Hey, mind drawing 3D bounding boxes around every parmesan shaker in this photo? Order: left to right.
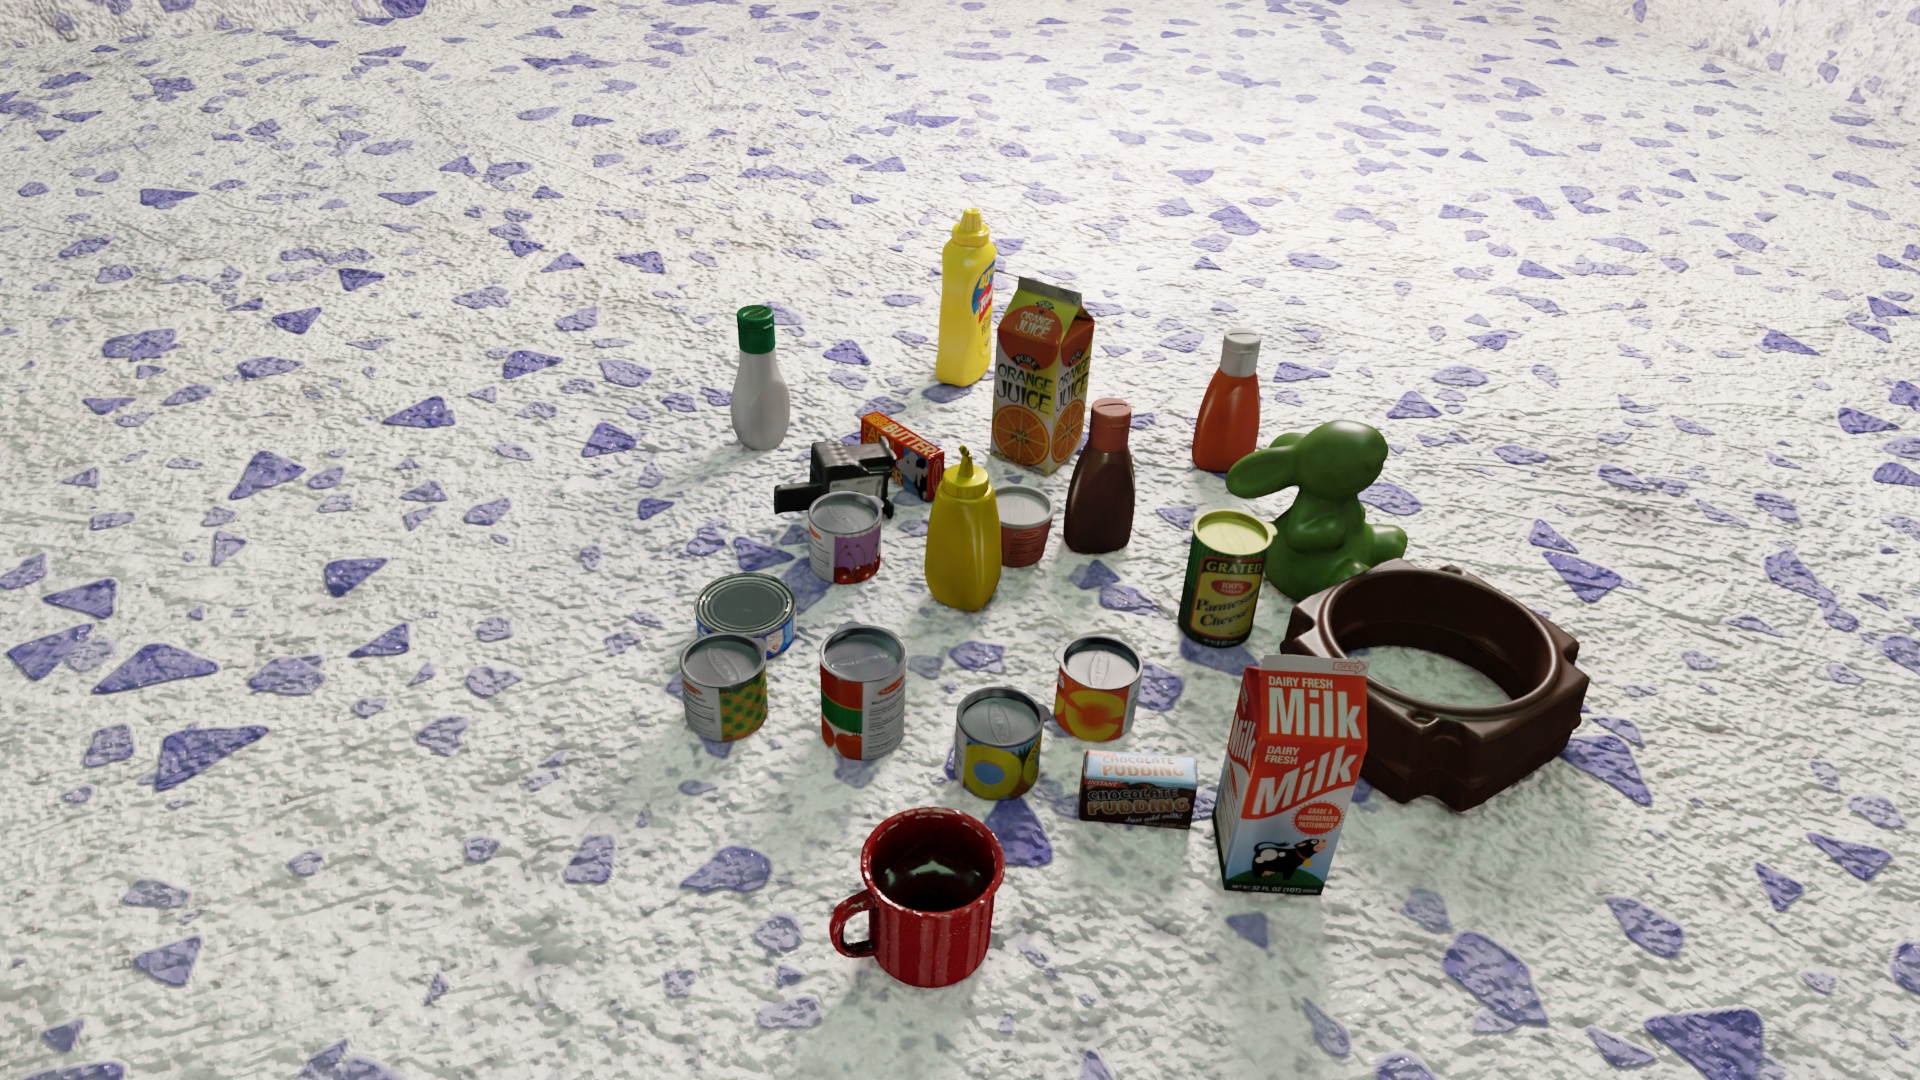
[{"bbox_3d":[0.228,0.033,1.190,0.071,0.102,0.072,2,36,-1],"label":"parmesan shaker"}]

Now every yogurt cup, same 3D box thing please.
[{"bbox_3d":[0.052,-0.012,1.282,0.072,0.053,0.073,2,36,-1],"label":"yogurt cup"}]

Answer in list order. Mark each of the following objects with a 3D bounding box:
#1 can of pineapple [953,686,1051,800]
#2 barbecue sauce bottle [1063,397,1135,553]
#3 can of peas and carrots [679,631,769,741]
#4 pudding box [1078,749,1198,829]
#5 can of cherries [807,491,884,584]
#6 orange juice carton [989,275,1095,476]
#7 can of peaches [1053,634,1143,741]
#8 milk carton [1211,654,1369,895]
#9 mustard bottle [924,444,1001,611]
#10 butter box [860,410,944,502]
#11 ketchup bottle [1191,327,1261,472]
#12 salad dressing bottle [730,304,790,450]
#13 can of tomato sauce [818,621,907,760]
[{"bbox_3d":[0.030,0.153,1.047,0.071,0.057,0.071,2,36,-1],"label":"can of pineapple"},{"bbox_3d":[0.131,-0.059,1.273,0.065,0.147,0.044,-6,36,-13],"label":"barbecue sauce bottle"},{"bbox_3d":[-0.182,0.113,1.087,0.071,0.058,0.071,2,36,-1],"label":"can of peas and carrots"},{"bbox_3d":[0.131,0.182,1.021,0.084,0.049,0.030,4,36,2],"label":"pudding box"},{"bbox_3d":[-0.102,-0.003,1.254,0.071,0.058,0.072,2,36,-1],"label":"can of cherries"},{"bbox_3d":[0.082,-0.168,1.384,0.072,0.191,0.073,22,40,25],"label":"orange juice carton"},{"bbox_3d":[0.107,0.117,1.103,0.071,0.057,0.071,2,36,-1],"label":"can of peaches"},{"bbox_3d":[0.225,0.152,0.950,0.072,0.189,0.074,3,35,0],"label":"milk carton"},{"bbox_3d":[0.004,-0.015,1.192,0.065,0.159,0.049,19,39,22],"label":"mustard bottle"},{"bbox_3d":[-0.059,-0.084,1.375,0.024,0.052,0.104,-27,45,-35],"label":"butter box"},{"bbox_3d":[0.273,-0.140,1.397,0.065,0.148,0.044,-1,36,-6],"label":"ketchup bottle"},{"bbox_3d":[-0.202,-0.163,1.395,0.044,0.146,0.064,30,44,33],"label":"salad dressing bottle"},{"bbox_3d":[-0.076,0.116,1.069,0.071,0.082,0.071,2,36,-1],"label":"can of tomato sauce"}]
